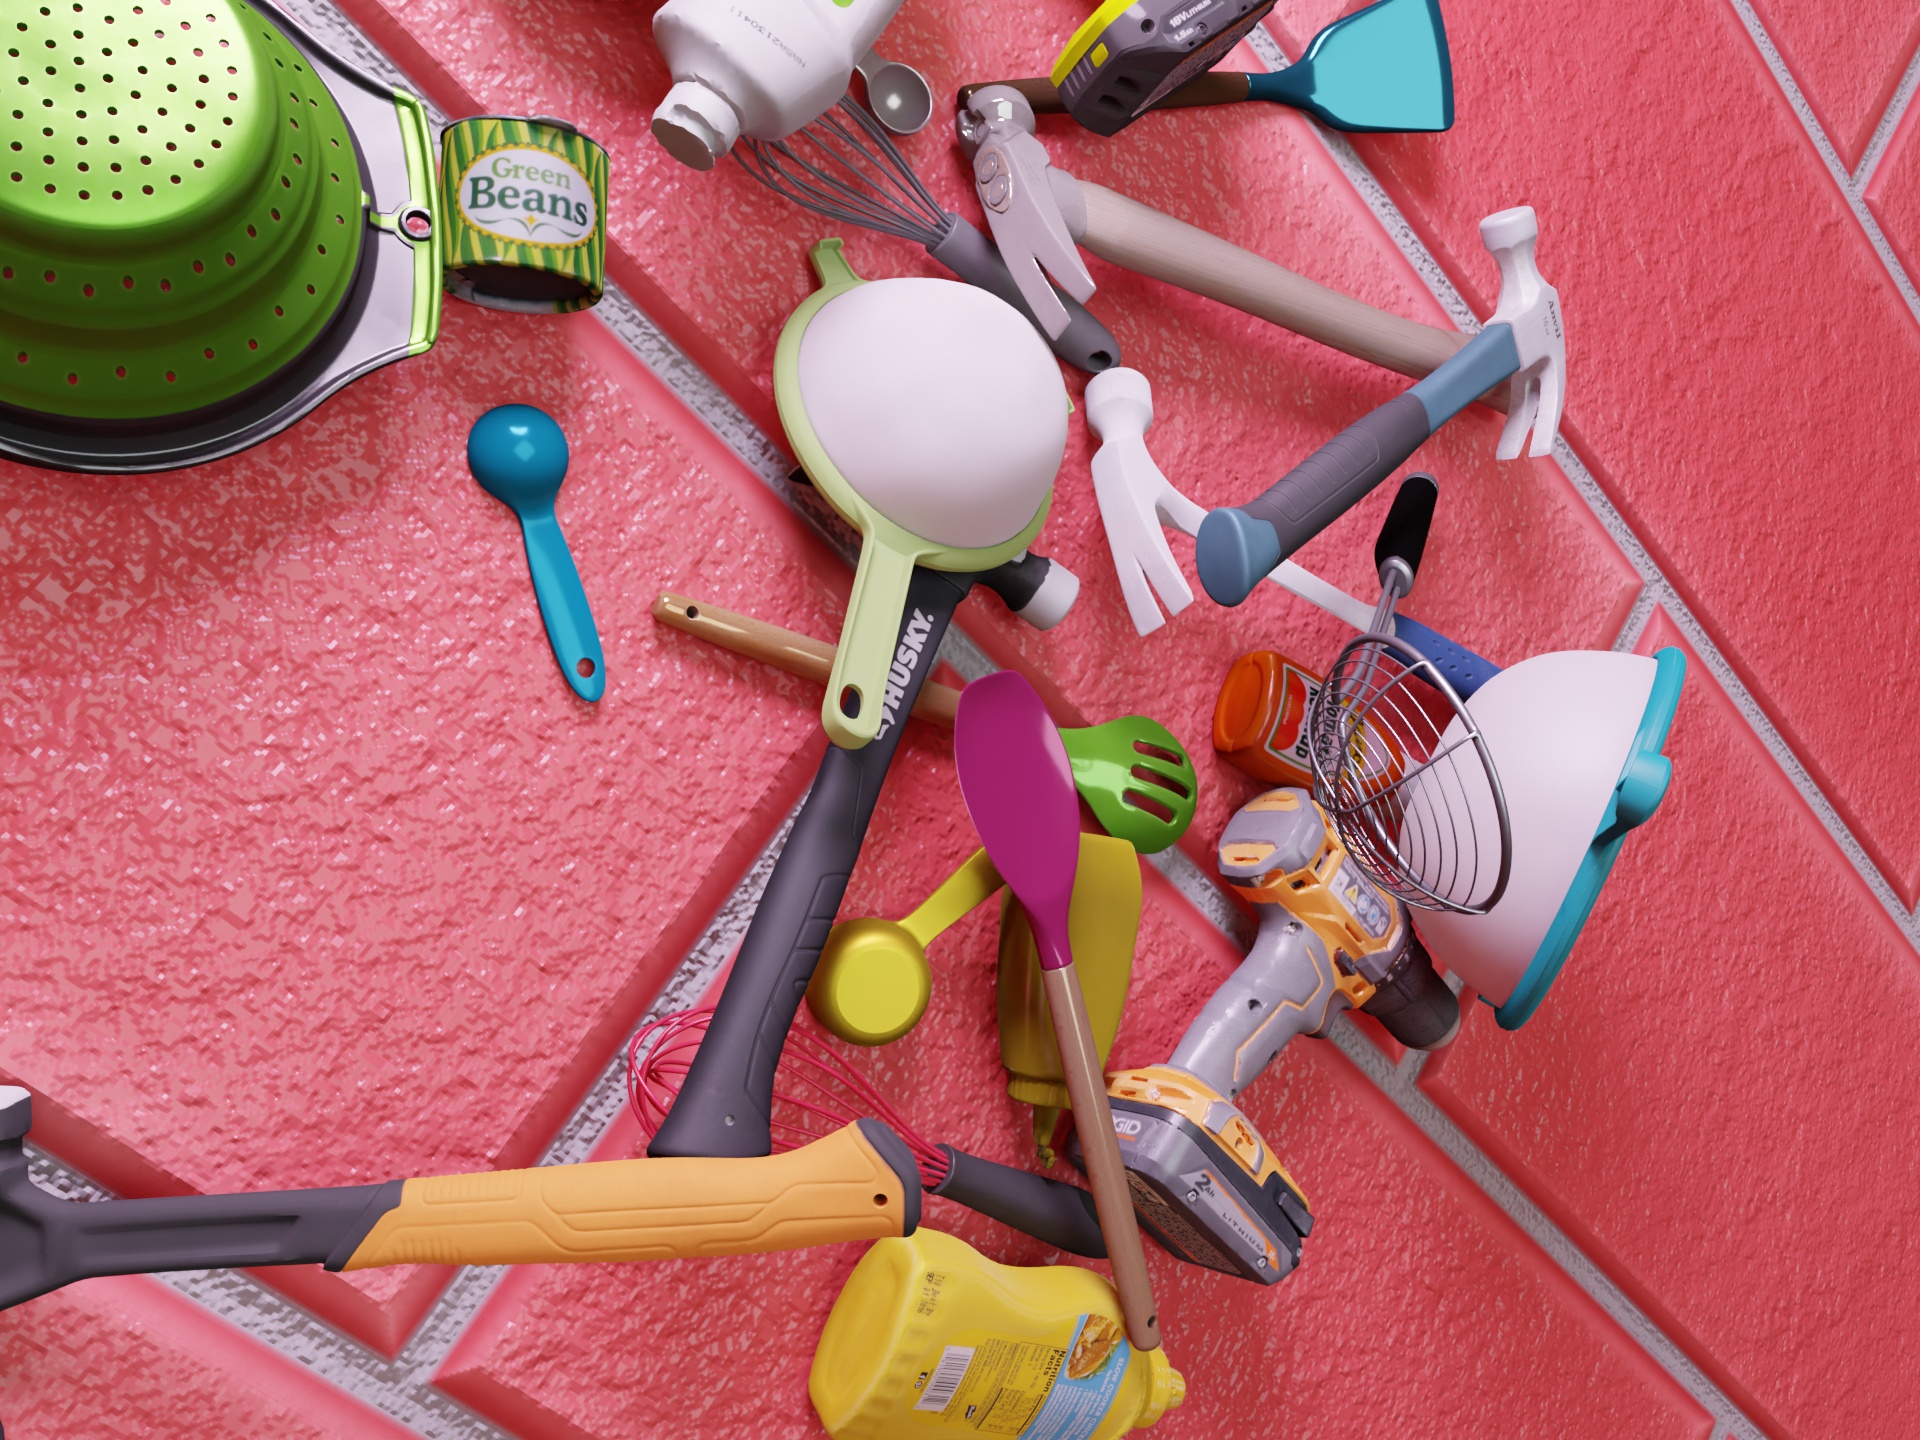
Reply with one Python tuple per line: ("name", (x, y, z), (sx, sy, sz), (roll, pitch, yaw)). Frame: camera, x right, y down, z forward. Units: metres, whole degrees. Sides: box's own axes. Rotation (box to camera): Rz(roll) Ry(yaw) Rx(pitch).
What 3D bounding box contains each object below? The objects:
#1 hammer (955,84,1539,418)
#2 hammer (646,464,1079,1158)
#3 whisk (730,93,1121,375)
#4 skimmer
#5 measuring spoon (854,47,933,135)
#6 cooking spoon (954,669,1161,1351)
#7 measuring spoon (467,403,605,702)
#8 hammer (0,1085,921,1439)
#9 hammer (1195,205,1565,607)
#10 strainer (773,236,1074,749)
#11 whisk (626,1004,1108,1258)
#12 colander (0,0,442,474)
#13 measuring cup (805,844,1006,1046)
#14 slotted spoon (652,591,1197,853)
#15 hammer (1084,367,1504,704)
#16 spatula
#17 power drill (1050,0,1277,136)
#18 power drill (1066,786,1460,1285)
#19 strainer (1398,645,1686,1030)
("hammer", (0.184, -0.214, 0.845), (0.410, 0.038, 0.146), (9, 50, -35))
("hammer", (-0.054, 0.030, 0.673), (0.146, 0.035, 0.335), (33, 58, -21))
("whisk", (-0.010, -0.227, 0.752), (0.238, 0.055, 0.055), (28, 74, -33))
("skimmer", (0.236, -0.044, 0.781), (0.363, 0.090, 0.127), (-56, 139, -52))
("measuring spoon", (-0.063, -0.321, 0.742), (0.124, 0.018, 0.034), (42, 68, -16))
("cooking spoon", (0.049, 0.134, 0.713), (0.068, 0.017, 0.319), (-20, 98, -43))
("measuring spoon", (-0.167, -0.070, 0.658), (0.042, 0.021, 0.128), (-20, 97, -31))
("hammer", (-0.181, 0.183, 0.554), (0.337, 0.034, 0.127), (-2, 90, -6))
("hammer", (0.225, -0.151, 0.818), (0.331, 0.033, 0.128), (-37, 114, -34))
("strainer", (-0.012, -0.104, 0.680), (0.151, 0.069, 0.257), (29, 51, -23))
("whisk", (-0.025, 0.196, 0.717), (0.295, 0.073, 0.073), (31, 73, -33))
("colander", (-0.358, -0.188, 0.483), (0.397, 0.094, 0.204), (-2, 82, -26))
("measuring cup", (-0.004, 0.088, 0.726), (0.156, 0.029, 0.062), (-41, 104, -8))
("slotted spoon", (-0.001, -0.002, 0.758), (0.313, 0.031, 0.070), (20, 73, -28))
("hammer", (0.226, -0.049, 0.875), (0.405, 0.035, 0.144), (23, 48, -33))
("spatula", (0.137, -0.342, 0.847), (0.317, 0.044, 0.082), (-16, 100, -30))
("power drill", (0.044, -0.404, 0.759), (0.171, 0.080, 0.223), (-42, 96, -27))
("power drill", (0.172, 0.175, 0.831), (0.185, 0.084, 0.226), (46, 62, -24))
("strainer", (0.267, 0.036, 0.759), (0.211, 0.095, 0.340), (-66, 162, -2))
